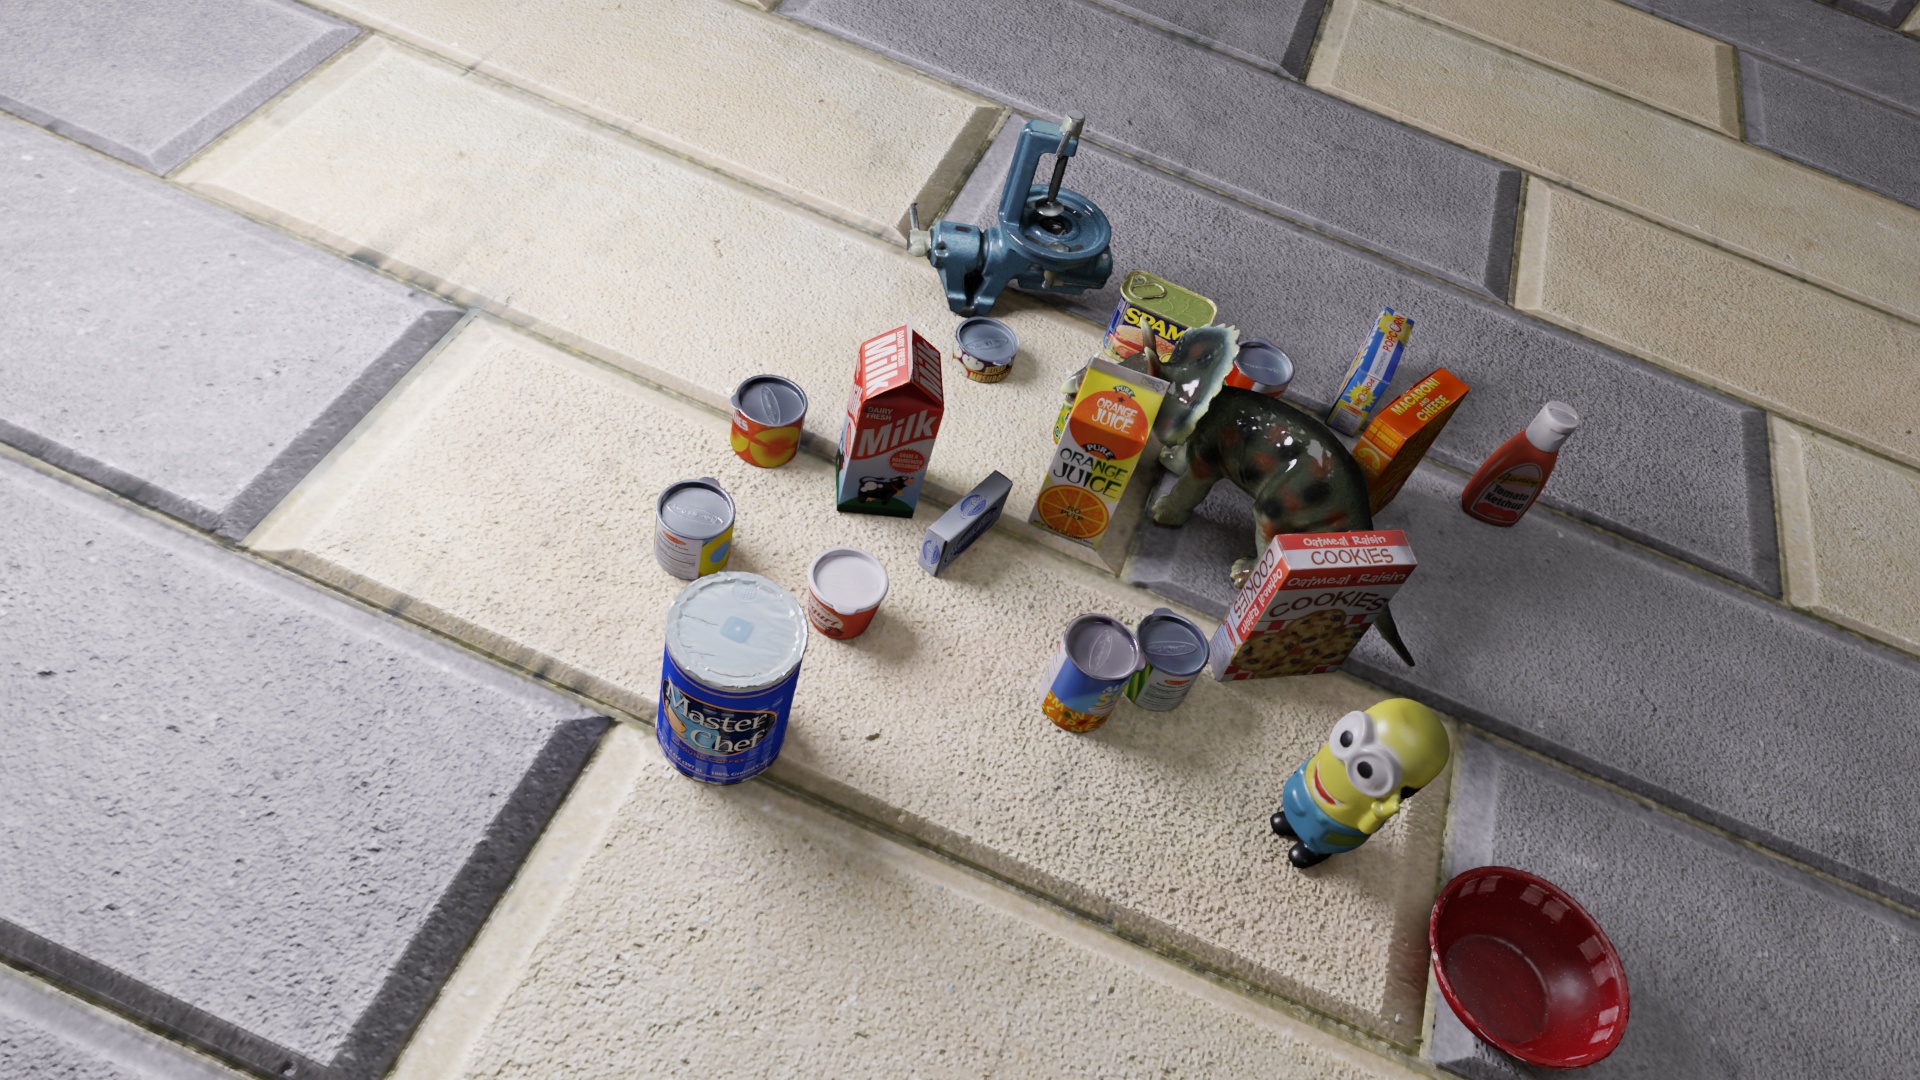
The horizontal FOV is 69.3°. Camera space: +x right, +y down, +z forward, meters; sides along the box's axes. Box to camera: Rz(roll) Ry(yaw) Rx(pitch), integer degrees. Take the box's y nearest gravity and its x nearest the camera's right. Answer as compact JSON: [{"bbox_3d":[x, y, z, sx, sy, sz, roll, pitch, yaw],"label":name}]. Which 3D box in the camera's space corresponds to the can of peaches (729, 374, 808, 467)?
[{"bbox_3d":[-0.179,-0.110,1.277,0.071,0.057,0.071,8,49,-10],"label":"can of peaches"}]

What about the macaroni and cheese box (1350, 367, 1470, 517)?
[{"bbox_3d":[0.411,-0.078,1.349,0.124,0.165,0.040,-33,66,-35],"label":"macaroni and cheese box"}]

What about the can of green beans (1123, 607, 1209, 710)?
[{"bbox_3d":[0.174,0.105,1.199,0.071,0.057,0.071,8,49,-10],"label":"can of green beans"}]

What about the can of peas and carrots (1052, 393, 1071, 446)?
[{"bbox_3d":[0.128,-0.117,1.371,0.071,0.058,0.071,8,49,-10],"label":"can of peas and carrots"}]

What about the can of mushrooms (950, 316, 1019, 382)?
[{"bbox_3d":[0.025,-0.193,1.422,0.071,0.033,0.071,8,49,-9],"label":"can of mushrooms"}]

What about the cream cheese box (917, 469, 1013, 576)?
[{"bbox_3d":[0.004,-0.016,1.254,0.024,0.053,0.104,36,51,15],"label":"cream cheese box"}]

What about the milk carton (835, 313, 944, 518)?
[{"bbox_3d":[-0.061,-0.107,1.221,0.073,0.189,0.073,5,50,-12],"label":"milk carton"}]

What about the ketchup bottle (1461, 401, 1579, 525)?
[{"bbox_3d":[0.570,-0.078,1.406,0.065,0.148,0.044,17,49,-2],"label":"ketchup bottle"}]

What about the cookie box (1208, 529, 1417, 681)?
[{"bbox_3d":[0.300,0.057,1.203,0.123,0.166,0.040,-2,52,-18],"label":"cookie box"}]

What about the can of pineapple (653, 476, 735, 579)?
[{"bbox_3d":[-0.225,-0.010,1.180,0.071,0.057,0.071,8,49,-10],"label":"can of pineapple"}]

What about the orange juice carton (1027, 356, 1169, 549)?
[{"bbox_3d":[0.126,-0.086,1.256,0.072,0.191,0.073,21,49,2],"label":"orange juice carton"}]

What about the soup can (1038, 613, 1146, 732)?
[{"bbox_3d":[0.109,0.112,1.157,0.071,0.083,0.072,8,49,-10],"label":"soup can"}]

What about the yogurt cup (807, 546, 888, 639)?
[{"bbox_3d":[-0.098,0.047,1.172,0.072,0.053,0.073,8,49,-10],"label":"yogurt cup"}]

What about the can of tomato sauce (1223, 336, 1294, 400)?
[{"bbox_3d":[0.298,-0.157,1.437,0.071,0.082,0.071,8,49,-10],"label":"can of tomato sauce"}]

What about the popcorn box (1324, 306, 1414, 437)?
[{"bbox_3d":[0.442,-0.182,1.498,0.038,0.084,0.127,28,49,8],"label":"popcorn box"}]
